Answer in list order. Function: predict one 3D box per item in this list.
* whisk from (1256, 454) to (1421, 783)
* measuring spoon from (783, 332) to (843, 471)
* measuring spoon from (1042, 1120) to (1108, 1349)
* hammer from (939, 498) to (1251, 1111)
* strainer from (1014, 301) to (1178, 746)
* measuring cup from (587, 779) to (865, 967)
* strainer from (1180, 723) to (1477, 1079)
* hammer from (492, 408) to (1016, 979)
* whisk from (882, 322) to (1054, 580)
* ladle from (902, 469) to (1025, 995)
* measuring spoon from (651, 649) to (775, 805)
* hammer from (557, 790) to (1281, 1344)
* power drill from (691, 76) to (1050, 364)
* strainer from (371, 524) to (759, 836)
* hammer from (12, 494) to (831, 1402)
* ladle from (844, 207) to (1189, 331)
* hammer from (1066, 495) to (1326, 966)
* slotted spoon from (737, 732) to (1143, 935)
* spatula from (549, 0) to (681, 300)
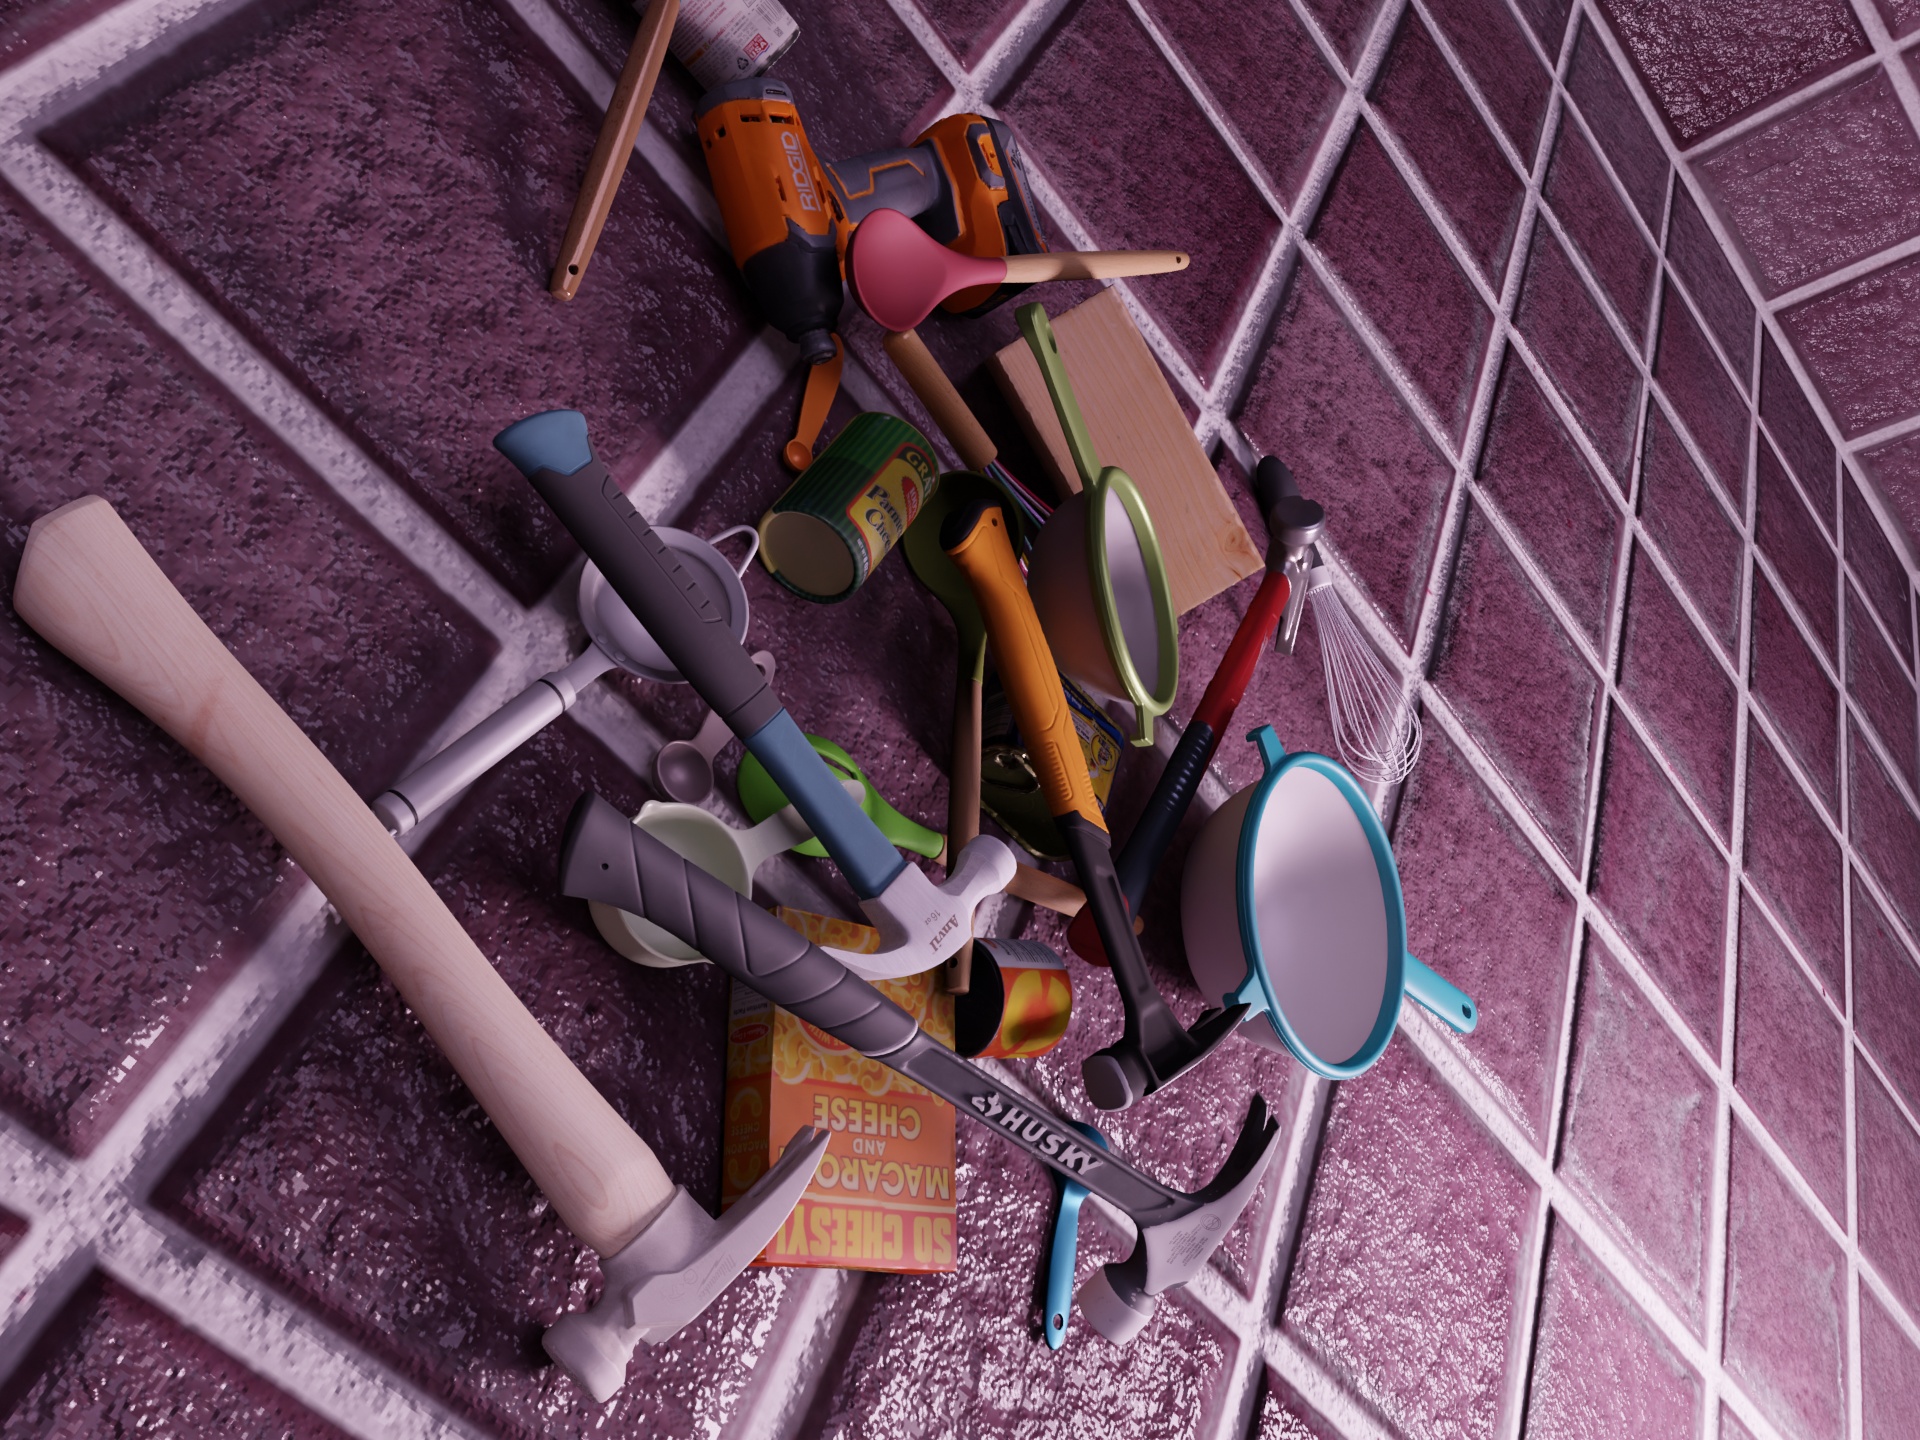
[{"bbox_3d":[0.296,-0.083,1.271,0.070,0.070,0.285,-10,77,-48],"label":"whisk"},{"bbox_3d":[-0.088,-0.190,0.949,0.021,0.011,0.117,37,47,-31],"label":"measuring spoon"},{"bbox_3d":[0.066,0.288,0.897,0.042,0.021,0.129,35,50,-32],"label":"measuring spoon"},{"bbox_3d":[0.065,0.037,0.888,0.127,0.034,0.337,-19,89,-47],"label":"hammer"},{"bbox_3d":[0.059,-0.115,0.927,0.152,0.069,0.256,-67,140,-55],"label":"strainer"},{"bbox_3d":[-0.113,0.066,0.787,0.167,0.038,0.083,-27,94,-46],"label":"measuring cup"},{"bbox_3d":[0.247,0.157,1.095,0.340,0.095,0.211,34,56,-42],"label":"strainer"},{"bbox_3d":[-0.104,-0.010,0.767,0.331,0.033,0.128,53,52,-13],"label":"hammer"},{"bbox_3d":[0.027,-0.149,0.998,0.244,0.047,0.051,51,-1,-30],"label":"whisk"},{"bbox_3d":[-0.001,-0.003,0.899,0.062,0.078,0.320,47,38,-51],"label":"ladle"},{"bbox_3d":[-0.127,0.002,0.826,0.034,0.018,0.124,49,38,-17],"label":"measuring spoon"},{"bbox_3d":[-0.016,0.156,0.751,0.408,0.149,0.036,38,10,-23],"label":"hammer"},{"bbox_3d":[-0.049,-0.301,0.984,0.226,0.084,0.164,-14,87,-44],"label":"power drill"},{"bbox_3d":[-0.187,-0.018,0.750,0.087,0.050,0.258,46,50,-1],"label":"strainer"},{"bbox_3d":[-0.220,0.079,0.653,0.146,0.038,0.410,-41,103,-27],"label":"hammer"},{"bbox_3d":[0.043,-0.284,0.992,0.315,0.031,0.069,-17,107,-42],"label":"ladle"},{"bbox_3d":[0.161,0.017,1.061,0.143,0.038,0.386,90,25,-48],"label":"hammer"},{"bbox_3d":[0.004,0.078,0.919,0.313,0.031,0.070,26,54,-39],"label":"slotted spoon"},{"bbox_3d":[-0.163,-0.372,0.855,0.082,0.044,0.317,23,76,-32],"label":"spatula"}]
